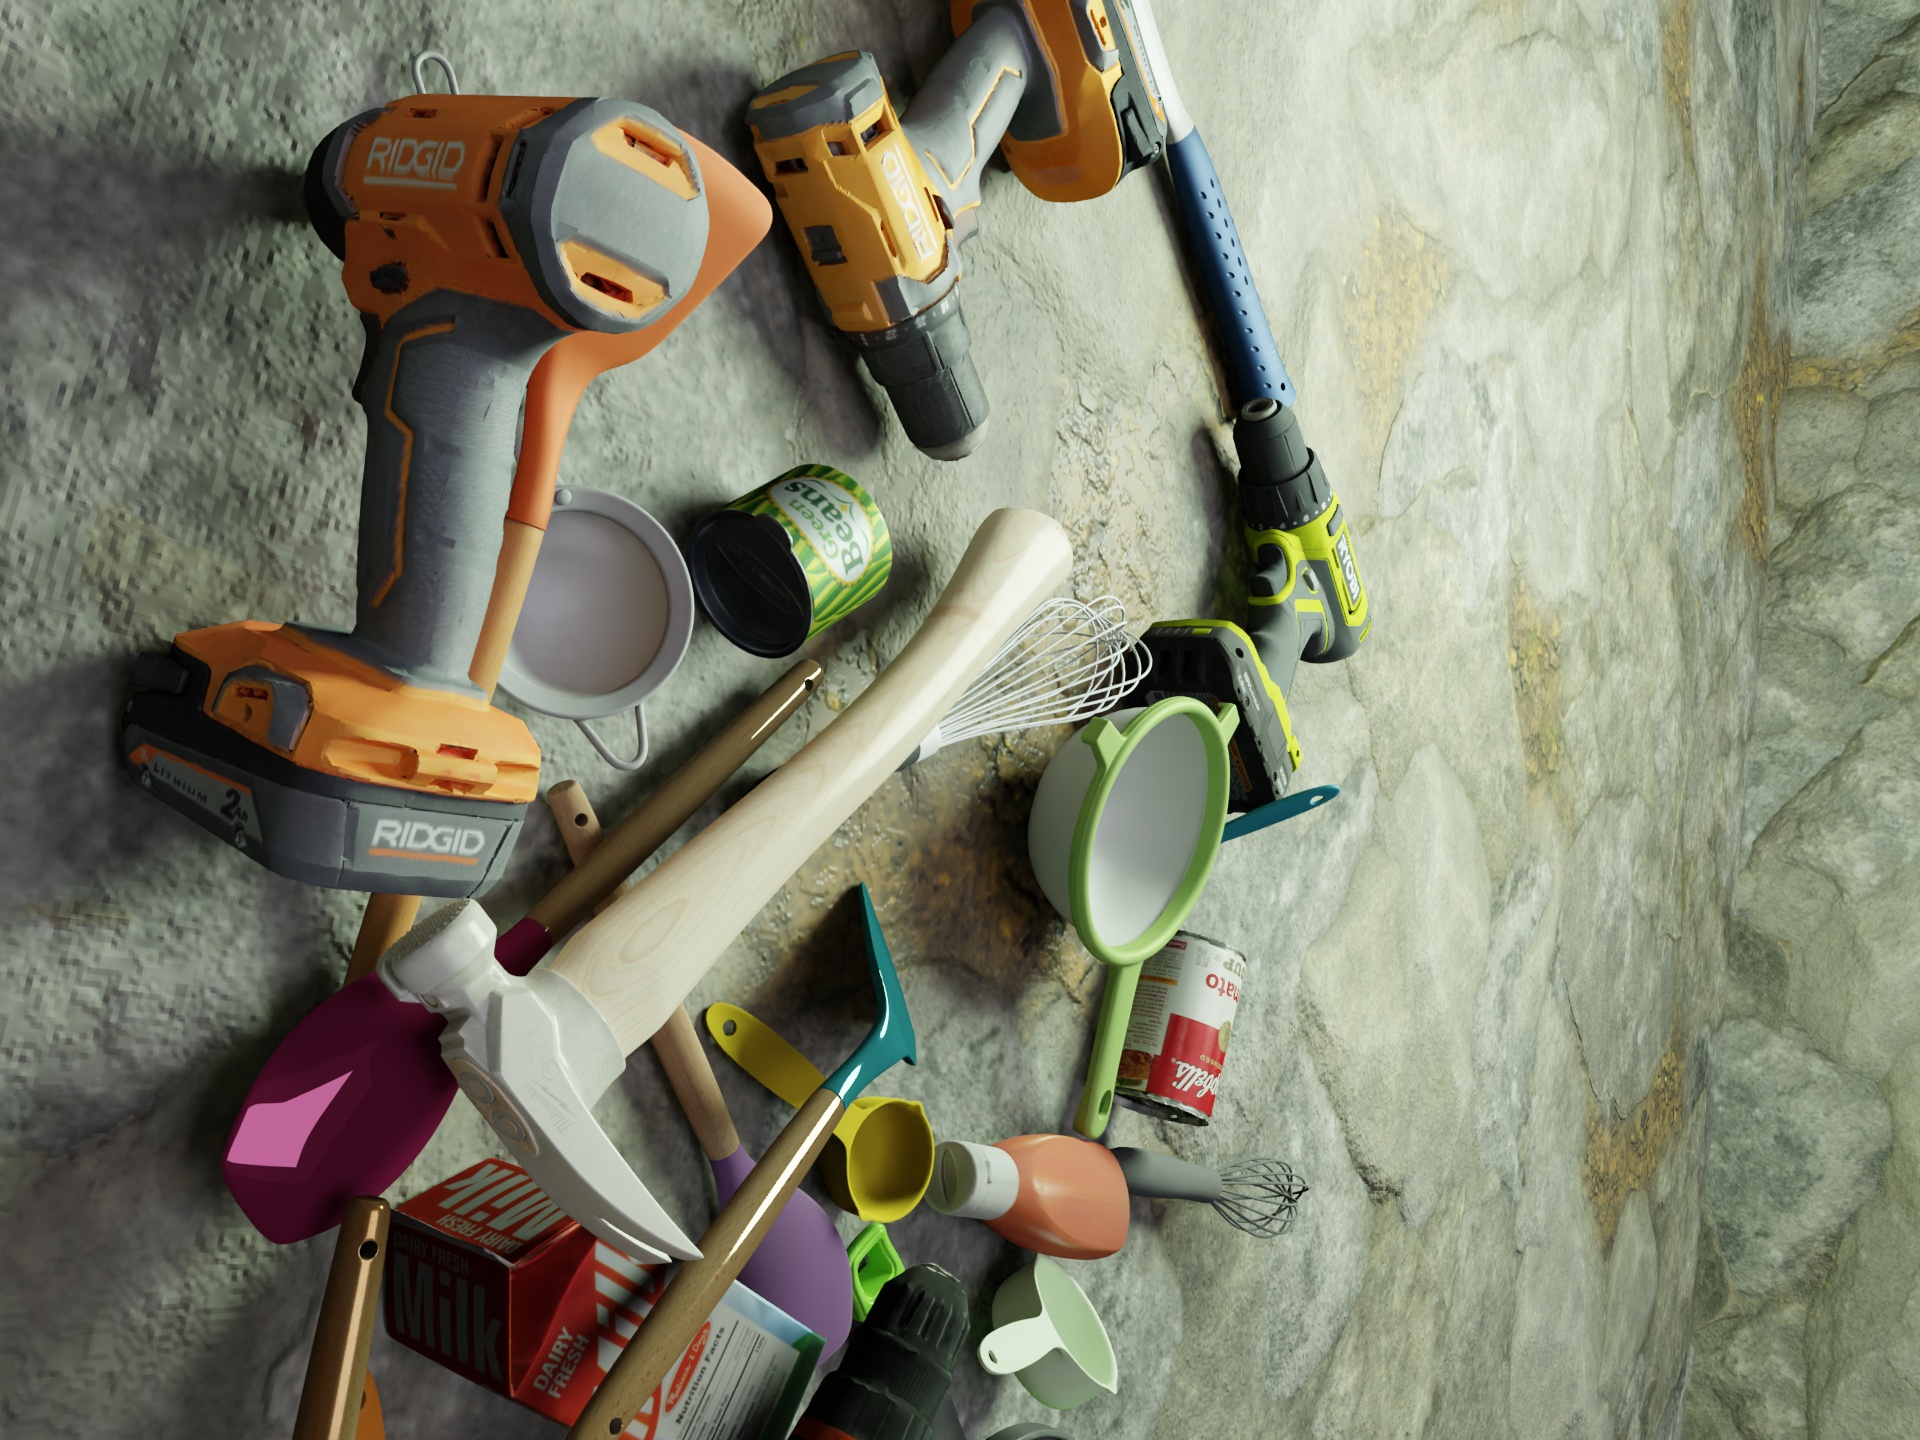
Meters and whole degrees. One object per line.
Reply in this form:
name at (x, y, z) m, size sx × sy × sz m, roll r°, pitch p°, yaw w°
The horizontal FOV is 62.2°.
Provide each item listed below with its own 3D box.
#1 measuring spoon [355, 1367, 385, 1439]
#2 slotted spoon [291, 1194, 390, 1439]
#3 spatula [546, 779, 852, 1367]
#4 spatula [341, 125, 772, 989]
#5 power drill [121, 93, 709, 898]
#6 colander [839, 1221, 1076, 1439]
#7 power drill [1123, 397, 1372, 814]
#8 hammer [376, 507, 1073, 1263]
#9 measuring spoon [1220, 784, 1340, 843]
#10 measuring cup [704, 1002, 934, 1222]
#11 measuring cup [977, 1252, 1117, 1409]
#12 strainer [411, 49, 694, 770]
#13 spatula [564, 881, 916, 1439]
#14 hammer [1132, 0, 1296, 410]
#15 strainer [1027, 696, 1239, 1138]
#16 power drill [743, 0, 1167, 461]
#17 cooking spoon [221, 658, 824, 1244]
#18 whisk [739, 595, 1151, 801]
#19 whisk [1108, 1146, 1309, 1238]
measuring spoon at (-0.207, 0.280, 0.560) m, size 0.021 × 0.011 × 0.117 m, roll -16°, pitch 106°, yaw -51°
slotted spoon at (-0.209, 0.302, 0.473) m, size 0.070 × 0.031 × 0.314 m, roll 16°, pitch 79°, yaw -39°
spatula at (-0.107, 0.161, 0.675) m, size 0.060 × 0.018 × 0.315 m, roll -33°, pitch 118°, yaw -29°
spatula at (-0.150, -0.042, 0.537) m, size 0.081 × 0.041 × 0.322 m, roll 18°, pitch 91°, yaw -58°
power drill at (-0.173, -0.077, 0.480) m, size 0.084 × 0.164 × 0.226 m, roll 14°, pitch 94°, yaw -52°
colander at (0.028, 0.422, 0.814) m, size 0.204 × 0.094 × 0.396 m, roll -41°, pitch 124°, yaw -43°
power drill at (0.186, -0.072, 1.002) m, size 0.229 × 0.080 × 0.190 m, roll -57°, pitch 135°, yaw -37°
hammer at (-0.047, 0.029, 0.662) m, size 0.146 × 0.038 × 0.411 m, roll 57°, pitch 43°, yaw -14°
measuring spoon at (0.169, 0.071, 0.950) m, size 0.042 × 0.128 × 0.021 m, roll 41°, pitch 31°, yaw -46°
measuring cup at (-0.070, 0.175, 0.731) m, size 0.156 × 0.029 × 0.062 m, roll 48°, pitch 55°, yaw -29°
measuring cup at (0.031, 0.322, 0.815) m, size 0.083 × 0.038 × 0.167 m, roll 59°, pitch 13°, yaw 23°
strainer at (-0.157, -0.108, 0.574) m, size 0.087 × 0.050 × 0.258 m, roll -18°, pitch 102°, yaw -28°
spatula at (-0.073, 0.171, 0.635) m, size 0.317 × 0.044 × 0.082 m, roll -48°, pitch 125°, yaw -58°
hammer at (0.129, -0.359, 0.935) m, size 0.144 × 0.035 × 0.405 m, roll -55°, pitch 133°, yaw -34°
strainer at (0.075, 0.105, 0.885) m, size 0.151 × 0.069 × 0.256 m, roll -7°, pitch 110°, yaw -52°
power drill at (0.011, -0.250, 0.755) m, size 0.226 × 0.084 × 0.185 m, roll -50°, pitch 130°, yaw -33°
cooking spoon at (-0.141, 0.063, 0.593) m, size 0.319 × 0.017 × 0.068 m, roll -49°, pitch 128°, yaw -44°
whisk at (0.000, -0.002, 0.777) m, size 0.284 × 0.070 × 0.070 m, roll -27°, pitch 114°, yaw -44°
whisk at (0.154, 0.296, 1.016) m, size 0.238 × 0.055 × 0.055 m, roll 26°, pitch 72°, yaw -45°
